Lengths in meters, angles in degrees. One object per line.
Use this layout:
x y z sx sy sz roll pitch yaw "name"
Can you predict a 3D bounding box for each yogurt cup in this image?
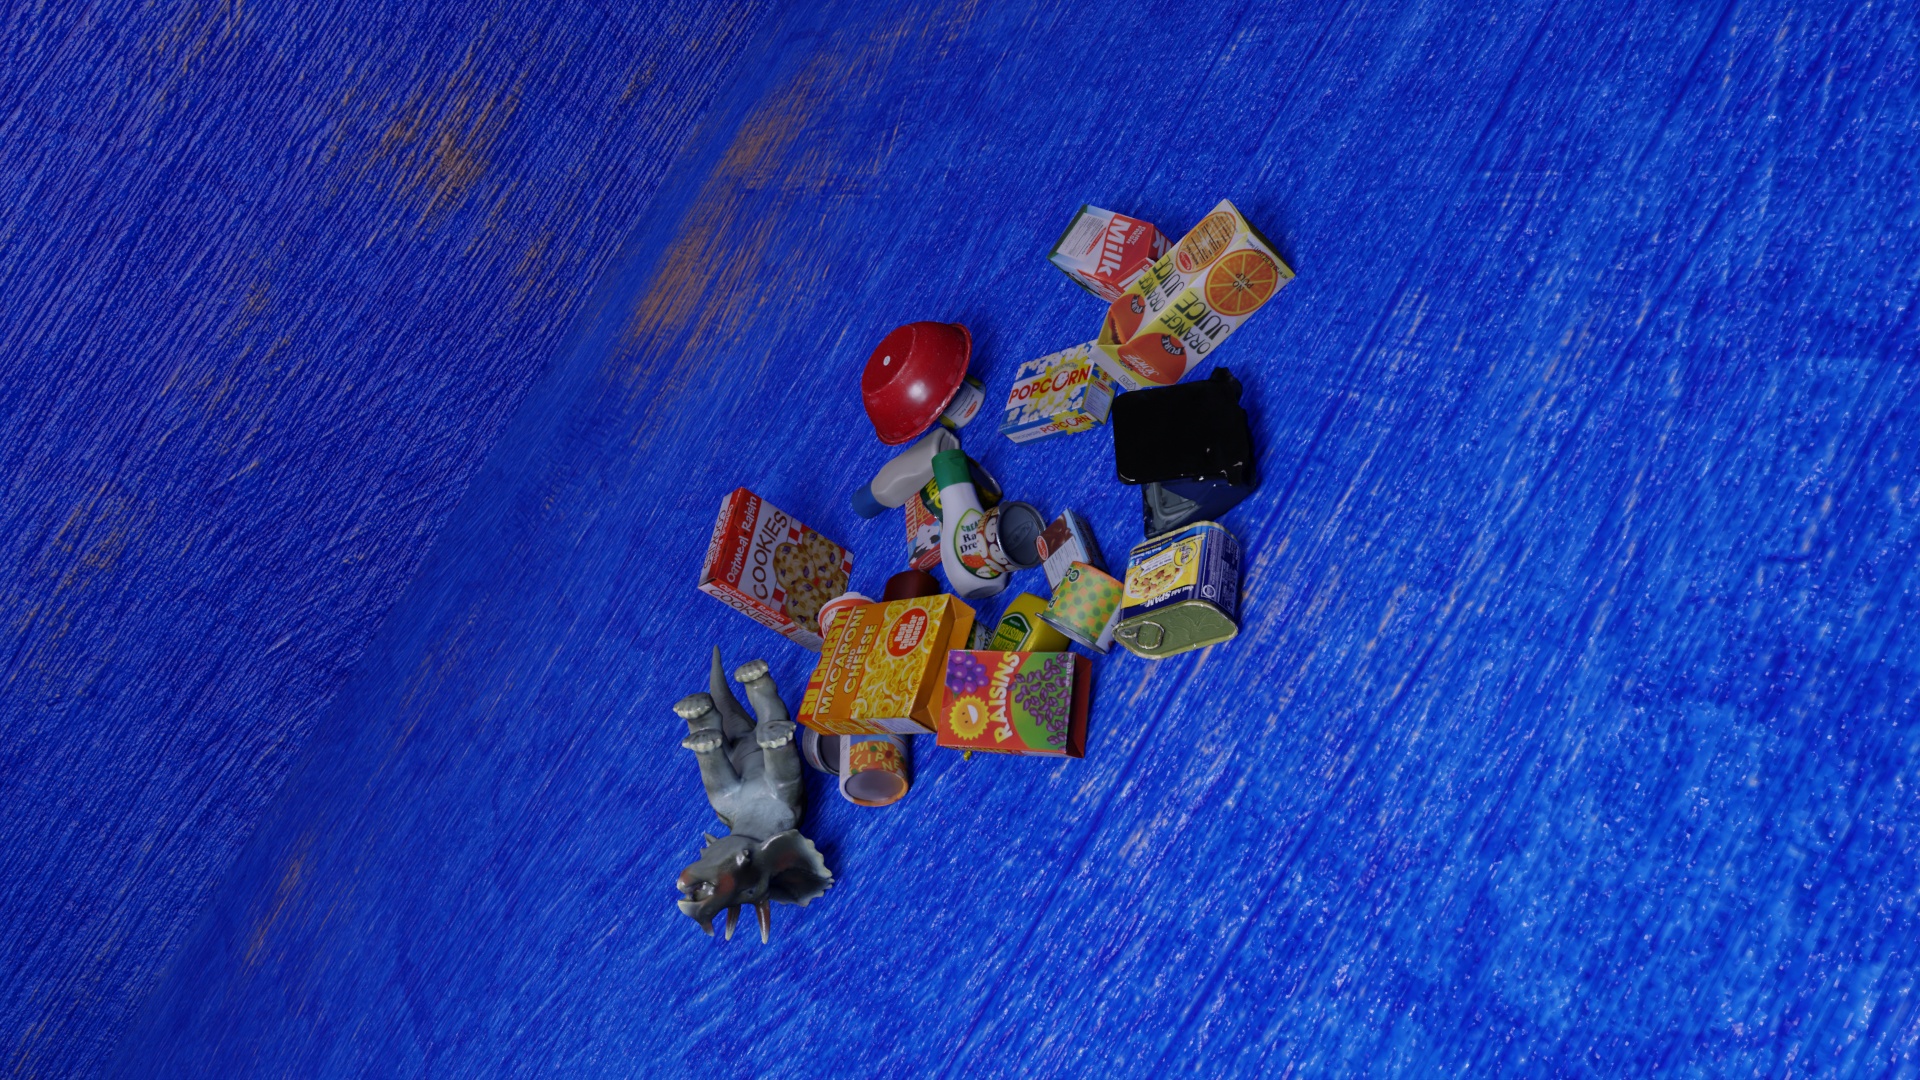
-0.114 0.098 1.469 0.072 0.072 0.054 -39 44 27 "yogurt cup"

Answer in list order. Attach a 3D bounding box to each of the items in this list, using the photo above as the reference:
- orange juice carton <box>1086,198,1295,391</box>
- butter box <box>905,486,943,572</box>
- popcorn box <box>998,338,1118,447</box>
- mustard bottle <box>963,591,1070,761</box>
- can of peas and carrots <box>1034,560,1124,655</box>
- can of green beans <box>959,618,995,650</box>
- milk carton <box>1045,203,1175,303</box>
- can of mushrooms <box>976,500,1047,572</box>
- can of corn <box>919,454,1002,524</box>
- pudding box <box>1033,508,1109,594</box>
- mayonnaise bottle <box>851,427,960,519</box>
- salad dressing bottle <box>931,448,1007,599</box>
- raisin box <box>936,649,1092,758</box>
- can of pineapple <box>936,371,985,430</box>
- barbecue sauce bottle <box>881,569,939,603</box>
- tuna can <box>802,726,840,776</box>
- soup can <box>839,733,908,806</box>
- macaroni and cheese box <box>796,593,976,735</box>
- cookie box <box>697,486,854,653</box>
0.209 -0.219 1.304 0.192 0.071 0.073 -42 34 22 "orange juice carton"
-0.033 -0.016 1.498 0.053 0.024 0.104 -38 36 27 "butter box"
0.102 -0.150 1.420 0.126 0.038 0.085 -11 52 50 "popcorn box"
0.042 0.125 1.241 0.065 0.048 0.160 17 76 56 "mustard bottle"
0.109 0.056 1.192 0.059 0.071 0.071 -59 31 -6 "can of peas and carrots"
0.005 0.106 1.300 0.071 0.058 0.071 -34 38 32 "can of green beans"
0.171 -0.281 1.415 0.073 0.072 0.191 -54 30 4 "milk carton"
0.048 -0.005 1.331 0.033 0.071 0.071 -15 50 50 "can of mushrooms"
0.000 -0.049 1.439 0.058 0.071 0.071 -45 33 17 "can of corn"
0.101 0.015 1.279 0.049 0.030 0.084 -45 33 20 "pudding box"
-0.064 -0.071 1.576 0.147 0.041 0.065 -31 33 37 "mayonnaise bottle"
0.005 -0.017 1.369 0.043 0.064 0.148 133 127 -59 "salad dressing bottle"
0.045 0.138 1.178 0.123 0.040 0.086 -1 74 30 "raisin box"
-0.015 -0.168 1.580 0.070 0.058 0.071 -35 37 32 "can of pineapple"
-0.063 0.104 1.411 0.064 0.043 0.149 -22 46 44 "barbecue sauce bottle"
-0.120 0.200 1.383 0.033 0.071 0.071 -2 61 55 "tuna can"
-0.079 0.201 1.326 0.071 0.071 0.084 -37 37 30 "soup can"
-0.071 0.117 1.291 0.166 0.040 0.124 -10 53 46 "macaroni and cheese box"
-0.202 0.033 1.547 0.040 0.167 0.123 -25 43 40 "cookie box"
